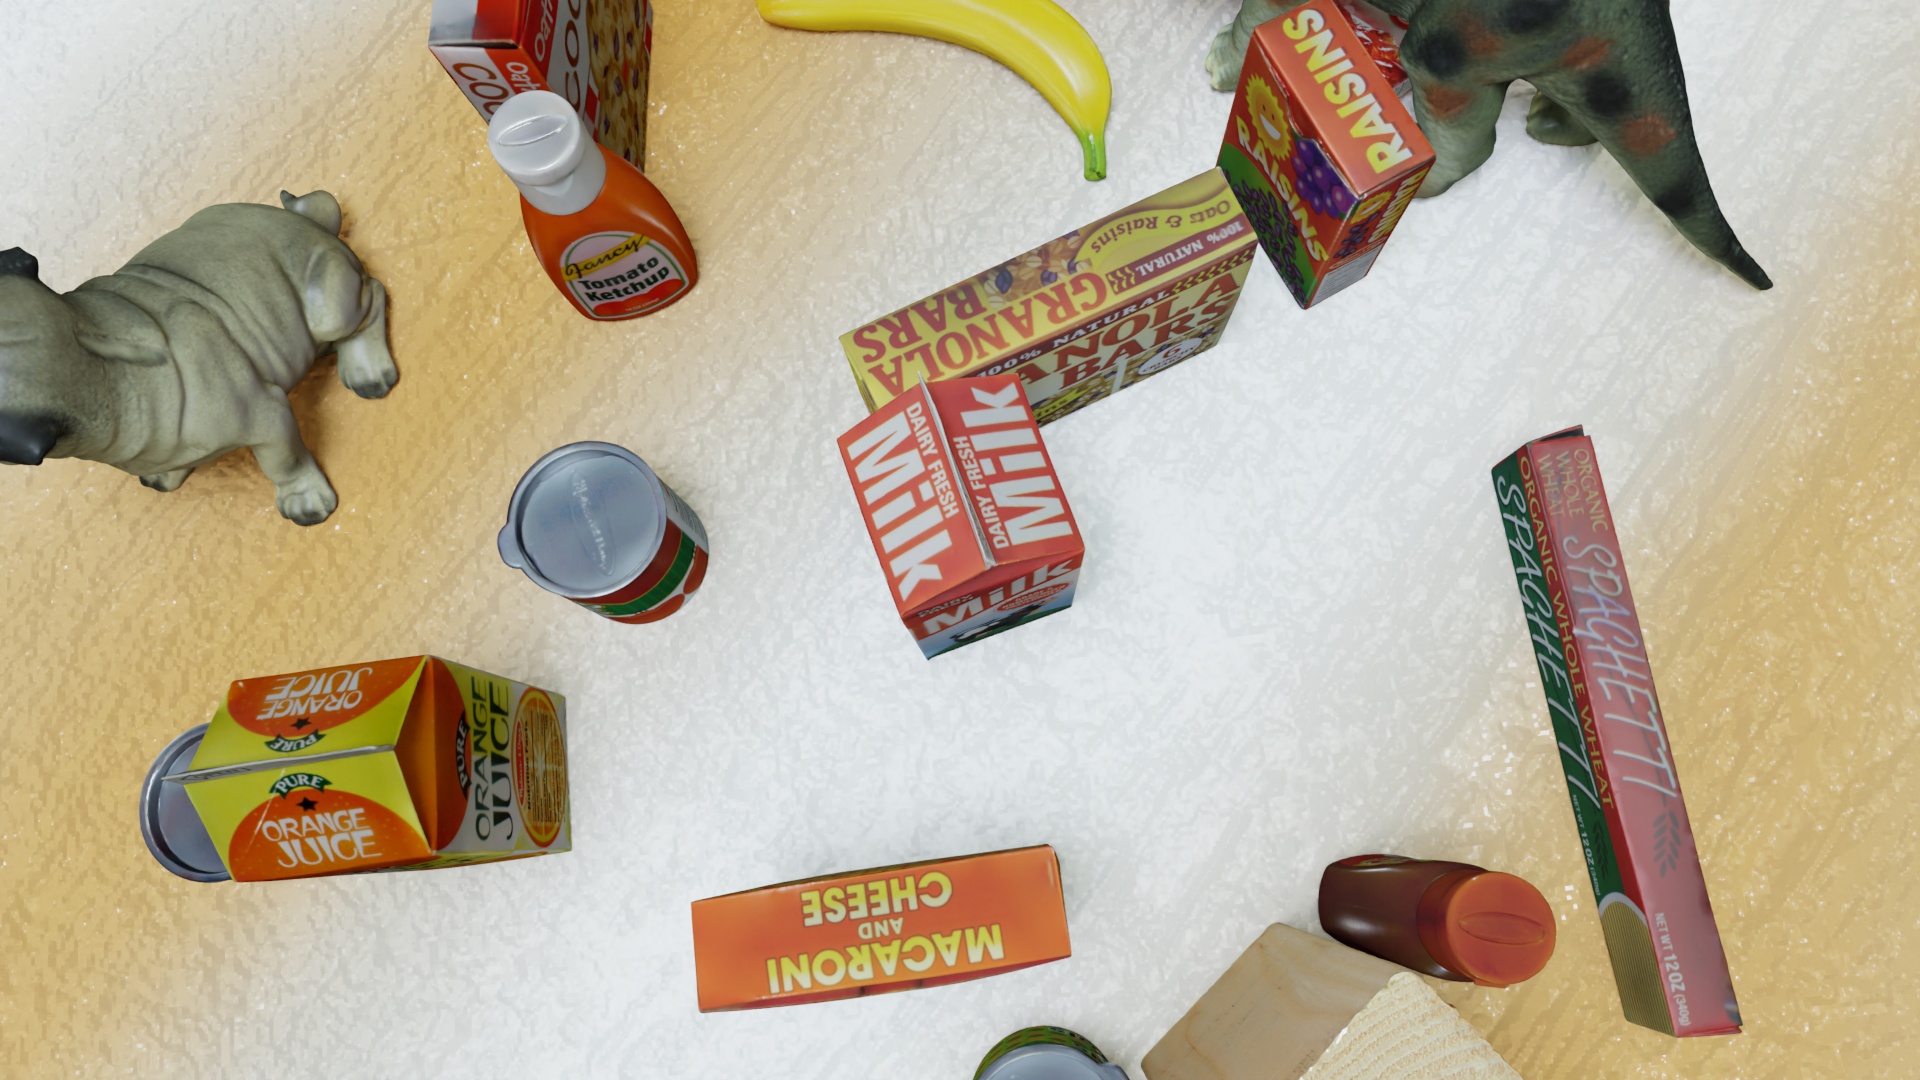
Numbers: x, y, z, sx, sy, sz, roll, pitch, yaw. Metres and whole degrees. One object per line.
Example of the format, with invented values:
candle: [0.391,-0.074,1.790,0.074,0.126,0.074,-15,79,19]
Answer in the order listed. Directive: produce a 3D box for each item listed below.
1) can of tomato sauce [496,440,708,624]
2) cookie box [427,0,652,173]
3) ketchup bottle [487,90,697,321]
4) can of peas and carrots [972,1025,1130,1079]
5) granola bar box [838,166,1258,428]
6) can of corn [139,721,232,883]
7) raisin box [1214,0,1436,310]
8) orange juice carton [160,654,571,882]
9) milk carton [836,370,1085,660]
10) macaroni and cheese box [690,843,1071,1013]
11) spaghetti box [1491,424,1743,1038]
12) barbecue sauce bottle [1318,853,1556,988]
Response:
can of tomato sauce: [-0.153,0.000,0.607,0.071,0.083,0.071,-1,78,3]
cookie box: [-0.178,-0.229,0.615,0.040,0.167,0.123,0,78,3]
ketchup bottle: [-0.161,-0.143,0.605,0.065,0.148,0.043,-20,78,-1]
can of peas and carrots: [0.036,0.232,0.560,0.071,0.058,0.071,-1,78,3]
granola bar box: [0.038,-0.085,0.596,0.166,0.124,0.039,-25,78,-3]
can of corn: [-0.303,0.113,0.602,0.071,0.058,0.071,-1,78,3]
raisin box: [0.154,-0.165,0.609,0.040,0.123,0.086,-27,78,-3]
orange juice carton: [-0.216,0.090,0.534,0.072,0.192,0.073,-7,78,1]
milk carton: [0.002,-0.007,0.547,0.073,0.190,0.072,-20,78,-2]
macaroni and cheese box: [-0.022,0.143,0.527,0.124,0.166,0.040,-9,78,1]
spaghetti box: [0.274,0.077,0.588,0.029,0.050,0.250,-9,77,1]
barbecue sauce bottle: [0.181,0.143,0.527,0.065,0.148,0.044,6,79,4]
